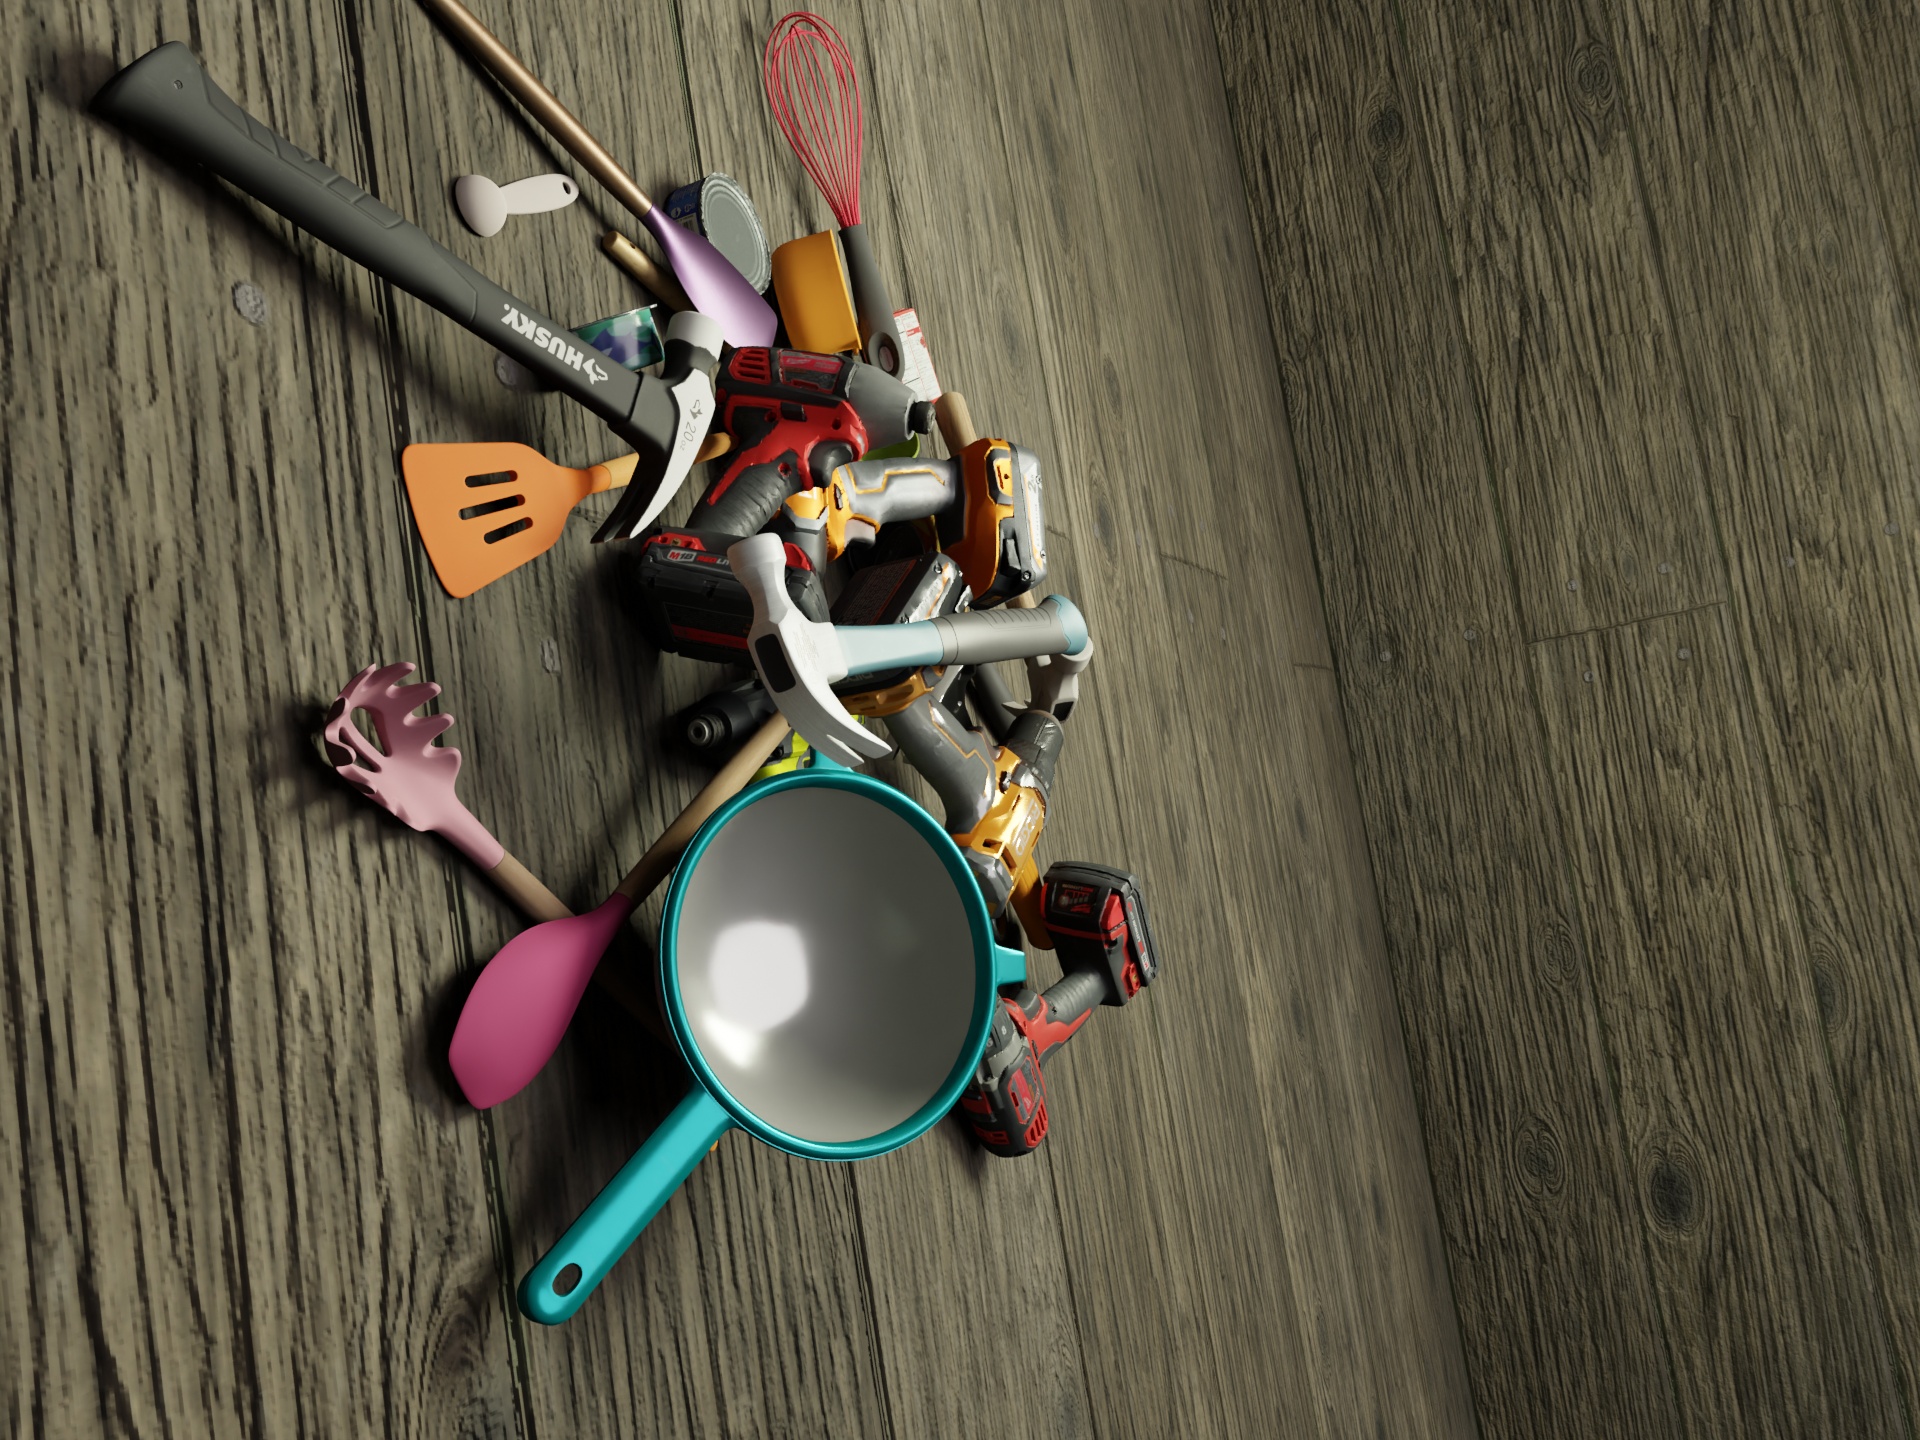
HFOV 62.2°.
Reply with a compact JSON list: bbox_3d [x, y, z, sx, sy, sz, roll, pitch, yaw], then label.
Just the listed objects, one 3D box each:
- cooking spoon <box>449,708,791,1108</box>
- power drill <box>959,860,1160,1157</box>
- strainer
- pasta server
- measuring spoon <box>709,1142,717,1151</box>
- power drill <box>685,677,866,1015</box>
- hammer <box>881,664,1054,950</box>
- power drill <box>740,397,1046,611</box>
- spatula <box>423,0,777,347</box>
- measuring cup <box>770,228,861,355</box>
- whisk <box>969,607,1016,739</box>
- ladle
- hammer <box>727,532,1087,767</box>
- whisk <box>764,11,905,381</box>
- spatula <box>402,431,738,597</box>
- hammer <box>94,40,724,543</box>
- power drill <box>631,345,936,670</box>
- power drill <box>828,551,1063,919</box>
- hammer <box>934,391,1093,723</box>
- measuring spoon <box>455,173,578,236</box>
[{"bbox_3d":[-0.167,0.081,0.853,0.319,0.017,0.068,-54,137,-47],"label":"cooking spoon"},{"bbox_3d":[0.061,0.204,1.249,0.227,0.080,0.187,-46,130,-40],"label":"power drill"},{"bbox_3d":[-0.124,0.177,0.852,0.211,0.095,0.340,51,54,-13],"label":"strainer"},{"bbox_3d":[-0.215,0.086,0.805,0.315,0.040,0.060,58,41,-40],"label":"pasta server"},{"bbox_3d":[-0.149,0.193,0.931,0.021,0.011,0.117,13,67,-64],"label":"measuring spoon"},{"bbox_3d":[-0.102,0.081,1.017,0.171,0.080,0.223,-10,85,-66],"label":"power drill"},{"bbox_3d":[0.026,0.084,1.262,0.127,0.034,0.336,-60,145,-32],"label":"hammer"},{"bbox_3d":[-0.051,-0.139,1.133,0.226,0.084,0.164,6,74,-33],"label":"power drill"},{"bbox_3d":[-0.214,-0.333,0.986,0.315,0.018,0.060,42,47,-43],"label":"spatula"},{"bbox_3d":[-0.109,-0.310,1.224,0.173,0.052,0.095,87,-11,-83],"label":"measuring cup"},{"bbox_3d":[0.010,-0.056,1.361,0.238,0.055,0.055,61,29,-43],"label":"whisk"},{"bbox_3d":[-0.133,-0.257,1.126,0.319,0.062,0.078,34,28,-54],"label":"ladle"},{"bbox_3d":[-0.012,-0.049,0.963,0.331,0.033,0.128,-11,82,-57],"label":"hammer"},{"bbox_3d":[-0.093,-0.413,1.272,0.073,0.073,0.295,-39,116,-64],"label":"whisk"},{"bbox_3d":[-0.210,-0.146,0.945,0.322,0.041,0.081,-45,121,-67],"label":"spatula"},{"bbox_3d":[-0.256,-0.212,0.787,0.334,0.035,0.146,30,66,-46],"label":"hammer"},{"bbox_3d":[-0.106,-0.140,0.990,0.078,0.143,0.220,84,20,-56],"label":"power drill"},{"bbox_3d":[-0.002,-0.003,1.083,0.226,0.084,0.185,62,36,-28],"label":"power drill"},{"bbox_3d":[0.031,-0.137,1.277,0.130,0.031,0.332,107,-28,-52],"label":"hammer"},{"bbox_3d":[-0.252,-0.308,0.929,0.034,0.018,0.124,70,24,-17],"label":"measuring spoon"}]
